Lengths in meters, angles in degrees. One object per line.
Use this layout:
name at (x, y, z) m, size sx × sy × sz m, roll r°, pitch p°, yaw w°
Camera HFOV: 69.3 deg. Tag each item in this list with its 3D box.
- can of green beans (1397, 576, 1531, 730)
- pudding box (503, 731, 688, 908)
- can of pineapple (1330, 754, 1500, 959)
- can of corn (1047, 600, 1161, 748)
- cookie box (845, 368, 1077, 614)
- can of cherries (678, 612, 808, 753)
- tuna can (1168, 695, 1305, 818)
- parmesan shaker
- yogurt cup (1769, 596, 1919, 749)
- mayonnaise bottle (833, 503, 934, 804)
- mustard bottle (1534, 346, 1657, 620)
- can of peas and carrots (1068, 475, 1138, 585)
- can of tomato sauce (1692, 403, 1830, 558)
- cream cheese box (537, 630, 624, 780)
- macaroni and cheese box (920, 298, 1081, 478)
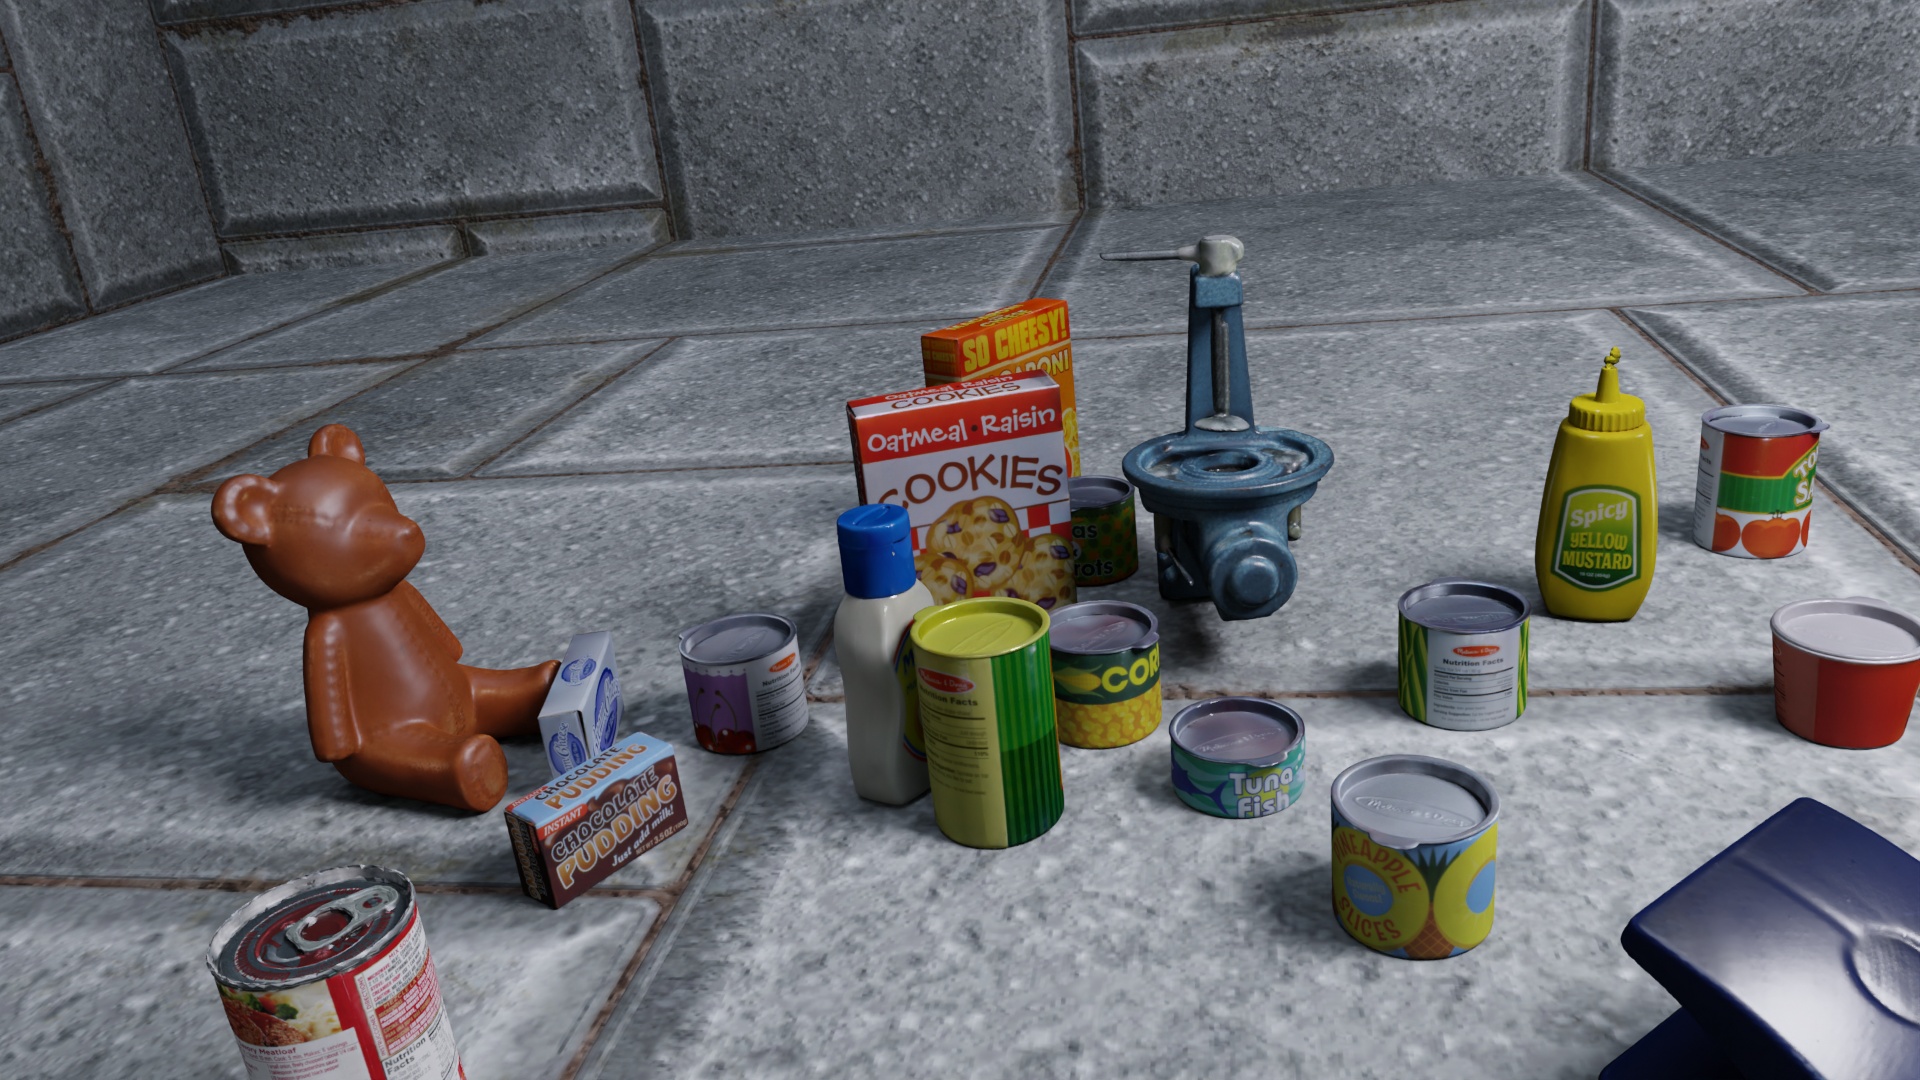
can of green beans at (0.266, 0.060, 0.735) m, size 0.071 × 0.057 × 0.071 m, roll -5°, pitch 21°, yaw 2°
pudding box at (-0.176, 0.134, 0.678) m, size 0.030 × 0.049 × 0.084 m, roll 11°, pitch 27°, yaw 38°
can of pineapple at (0.186, 0.131, 0.575) m, size 0.071 × 0.057 × 0.071 m, roll -5°, pitch 21°, yaw 2°
can of corn at (0.078, 0.073, 0.754) m, size 0.071 × 0.058 × 0.071 m, roll -5°, pitch 21°, yaw 2°
cookie box at (0.003, -0.011, 0.839) m, size 0.123 × 0.166 × 0.040 m, roll -11°, pitch 21°, yaw -11°
can of cherries at (-0.124, 0.080, 0.791) m, size 0.071 × 0.058 × 0.072 m, roll -5°, pitch 21°, yaw 2°
tuna can at (0.138, 0.107, 0.684) m, size 0.071 × 0.032 × 0.071 m, roll -5°, pitch 21°, yaw 2°
parmesan shaker at (0.012, 0.087, 0.674) m, size 0.071 × 0.102 × 0.071 m, roll -5°, pitch 21°, yaw 2°
yogurt cup at (0.432, 0.066, 0.679) m, size 0.072 × 0.053 × 0.072 m, roll -5°, pitch 21°, yaw 2°
mayonnaise bottle at (-0.036, 0.056, 0.704) m, size 0.041 × 0.147 × 0.065 m, roll 6°, pitch 24°, yaw 30°
mustard bottle at (0.369, -0.033, 0.804) m, size 0.065 × 0.159 × 0.049 m, roll 2°, pitch 22°, yaw 21°
can of peas and carrots at (0.088, -0.006, 0.955) m, size 0.071 × 0.058 × 0.071 m, roll -5°, pitch 21°, yaw 2°
can of tomato sauce at (0.508, -0.038, 0.885) m, size 0.071 × 0.082 × 0.071 m, roll -5°, pitch 21°, yaw 2°
cream cheese box at (-0.211, 0.096, 0.780) m, size 0.024 × 0.053 × 0.104 m, roll -7°, pitch 21°, yaw -2°
macaroni and cheese box at (0.032, -0.083, 1.018) m, size 0.040 × 0.165 × 0.124 m, roll 13°, pitch 28°, yaw 41°
